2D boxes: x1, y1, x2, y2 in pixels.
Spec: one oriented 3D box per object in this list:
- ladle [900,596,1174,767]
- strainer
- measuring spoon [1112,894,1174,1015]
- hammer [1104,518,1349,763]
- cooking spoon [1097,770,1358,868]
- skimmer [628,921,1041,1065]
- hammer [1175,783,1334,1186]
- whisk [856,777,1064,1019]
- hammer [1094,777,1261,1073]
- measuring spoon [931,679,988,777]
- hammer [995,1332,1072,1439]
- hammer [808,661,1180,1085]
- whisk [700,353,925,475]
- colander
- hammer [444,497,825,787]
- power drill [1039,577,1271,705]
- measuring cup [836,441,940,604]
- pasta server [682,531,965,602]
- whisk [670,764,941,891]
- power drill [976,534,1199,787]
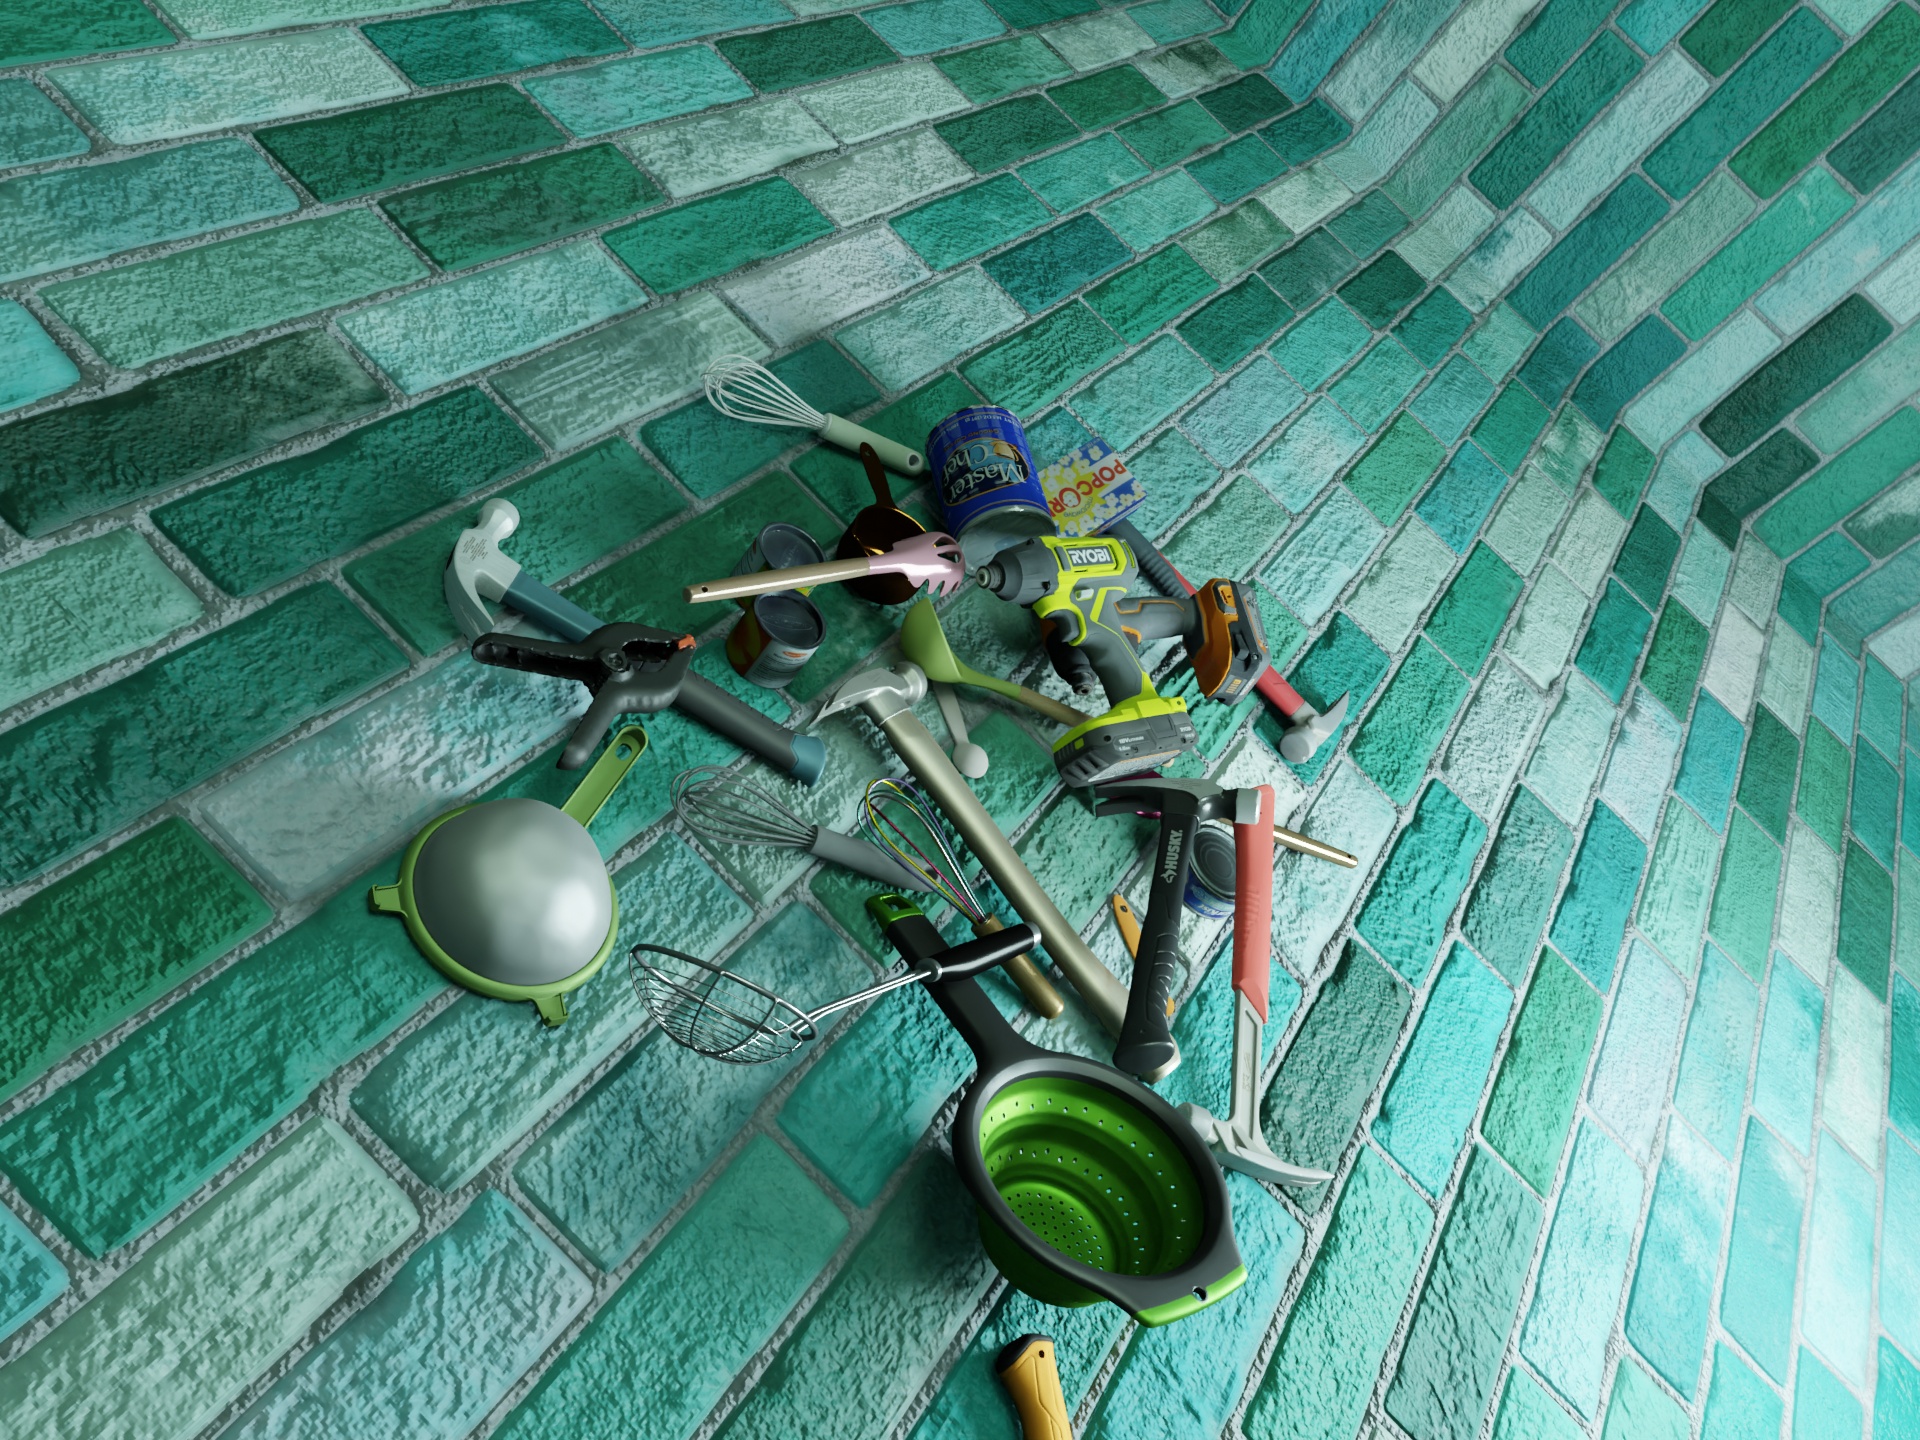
[{"bbox_3d":[0.080,-0.025,1.462,0.320,0.062,0.078,23,25,-27],"label":"ladle"},{"bbox_3d":[-0.271,0.073,1.092,0.151,0.069,0.256,36,42,-8],"label":"strainer"},{"bbox_3d":[0.158,0.200,1.372,0.021,0.011,0.117,1,55,-38],"label":"measuring spoon"},{"bbox_3d":[0.262,-0.126,1.717,0.386,0.038,0.143,47,39,4],"label":"hammer"},{"bbox_3d":[0.260,0.093,1.542,0.318,0.017,0.069,20,45,-23],"label":"cooking spoon"},{"bbox_3d":[-0.064,0.159,1.099,0.363,0.127,0.090,-10,100,-48],"label":"skimmer"},{"bbox_3d":[0.260,0.216,1.384,0.149,0.036,0.359,24,53,-20],"label":"hammer"},{"bbox_3d":[0.001,0.144,1.242,0.245,0.051,0.047,52,5,-13],"label":"whisk"},{"bbox_3d":[0.163,0.159,1.319,0.146,0.035,0.335,5,37,12],"label":"hammer"},{"bbox_3d":[-0.002,-0.005,1.414,0.034,0.018,0.124,4,53,-36],"label":"measuring spoon"},{"bbox_3d":[0.080,0.556,0.987,0.127,0.034,0.337,11,50,-31],"label":"hammer"},{"bbox_3d":[0.036,0.128,1.303,0.411,0.038,0.146,52,29,8],"label":"hammer"},{"bbox_3d":[-0.138,-0.287,1.533,0.246,0.059,0.058,19,82,-31],"label":"whisk"},{"bbox_3d":[0.033,0.287,1.155,0.204,0.094,0.398,-5,42,-41],"label":"colander"},{"bbox_3d":[-0.248,-0.046,1.241,0.331,0.033,0.128,32,41,-13],"label":"hammer"},{"bbox_3d":[0.185,-0.080,1.567,0.226,0.084,0.164,8,51,-17],"label":"power drill"},{"bbox_3d":[-0.081,-0.182,1.480,0.095,0.052,0.174,8,49,-34],"label":"measuring cup"},{"bbox_3d":[-0.105,-0.123,1.339,0.316,0.040,0.060,-15,74,-44],"label":"pasta server"},{"bbox_3d":[-0.115,0.089,1.227,0.238,0.055,0.055,23,44,-28],"label":"whisk"},{"bbox_3d":[0.112,-0.060,1.431,0.171,0.080,0.223,-9,71,-38],"label":"power drill"}]
